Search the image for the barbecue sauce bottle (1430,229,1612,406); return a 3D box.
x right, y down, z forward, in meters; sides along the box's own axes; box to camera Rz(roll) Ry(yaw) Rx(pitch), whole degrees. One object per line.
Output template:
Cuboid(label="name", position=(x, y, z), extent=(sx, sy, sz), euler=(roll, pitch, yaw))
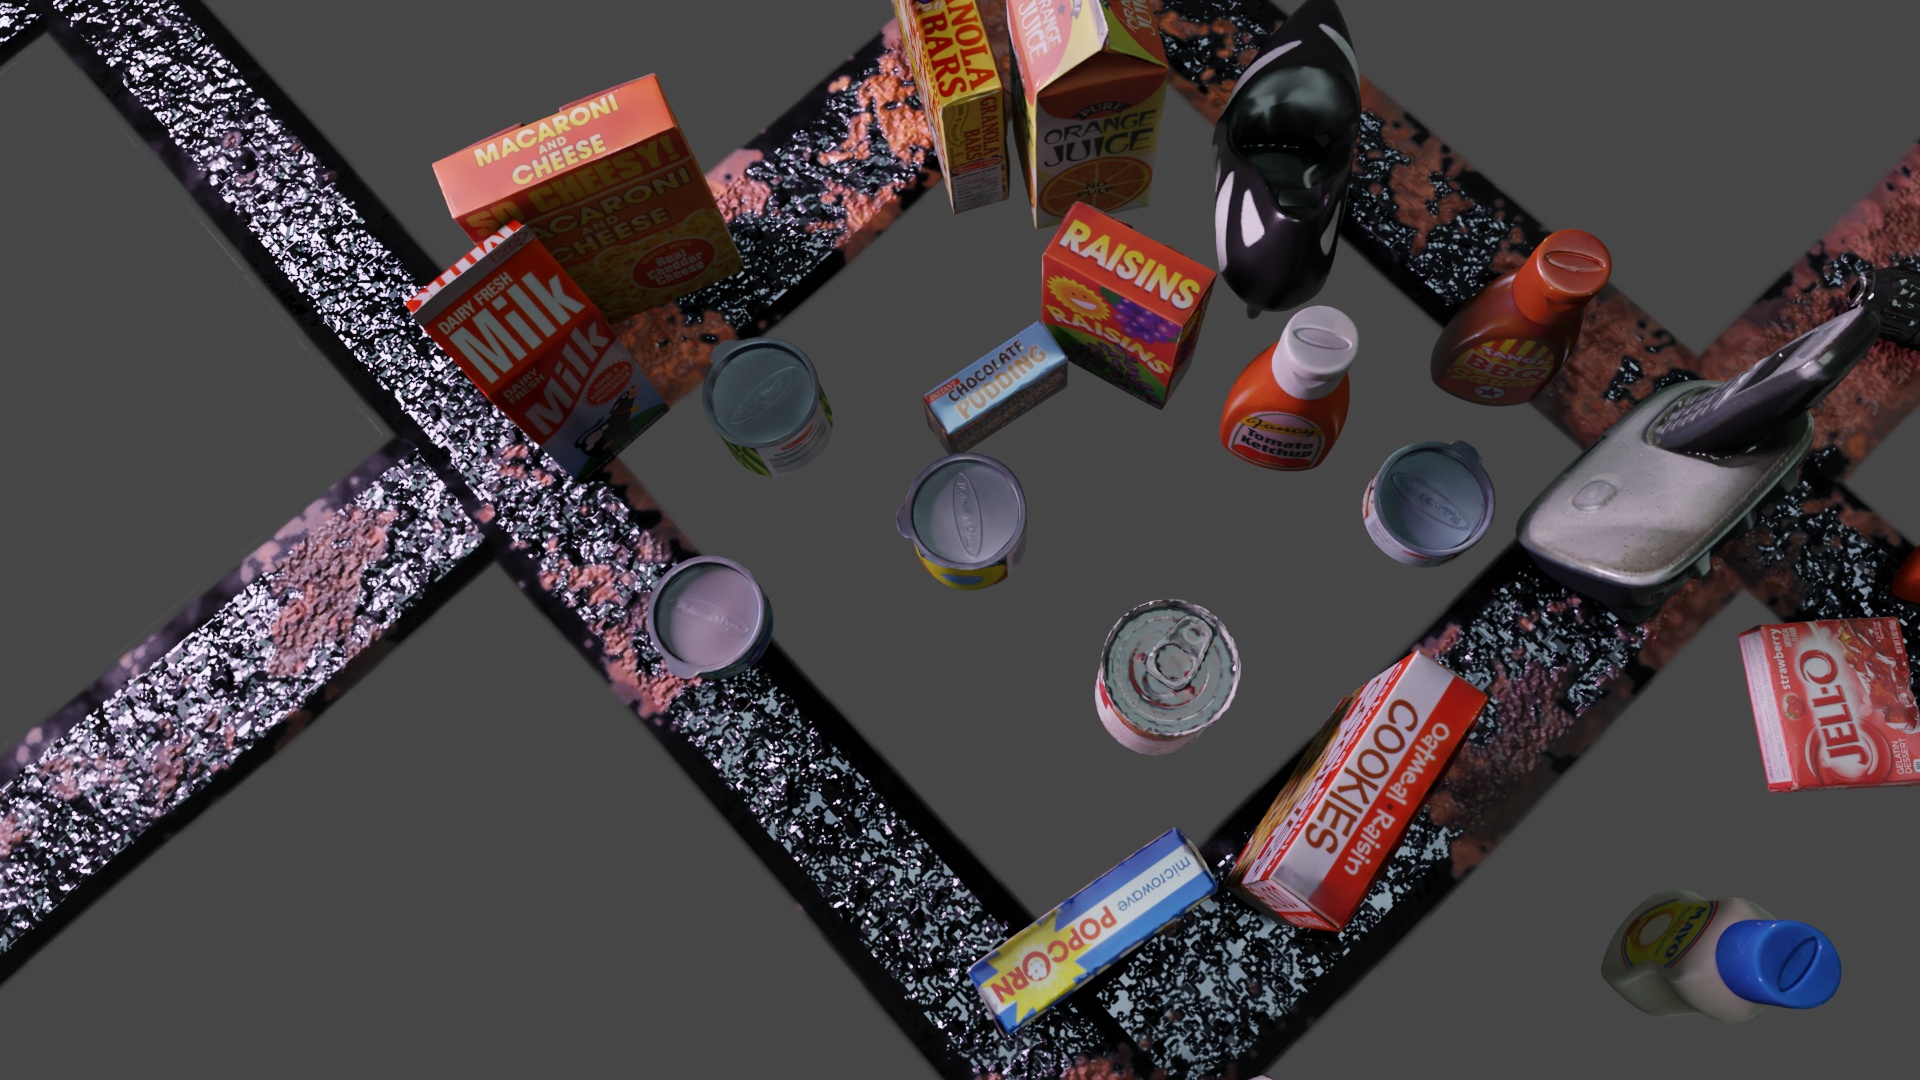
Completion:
Cuboid(label="barbecue sauce bottle", position=(0.301, -0.117, 0.742), extent=(0.065, 0.148, 0.044), euler=(13, 77, 6))

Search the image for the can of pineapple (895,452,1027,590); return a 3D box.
Cuboid(label="can of pineapple", position=(0.003, -0.010, 0.777), extent=(0.071, 0.057, 0.071), euler=(-1, 75, 3))

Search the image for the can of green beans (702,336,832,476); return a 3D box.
Cuboid(label="can of green beans", position=(-0.110, -0.076, 0.801), extent=(0.071, 0.057, 0.071), euler=(-1, 75, 3))

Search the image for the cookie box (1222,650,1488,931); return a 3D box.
Cuboid(label="cookie box", position=(0.186, 0.126, 0.673), extent=(0.040, 0.167, 0.123), euler=(34, 80, 11))

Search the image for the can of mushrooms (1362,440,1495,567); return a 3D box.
Cuboid(label="can of mushrooms", position=(0.263, -0.021, 0.778), extent=(0.071, 0.033, 0.071), euler=(-1, 75, 3))

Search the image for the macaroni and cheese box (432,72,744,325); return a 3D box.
Cuboid(label="macaroni and cheese box", position=(-0.201, -0.180, 0.778), extent=(0.124, 0.166, 0.040), euler=(-24, 75, -3))

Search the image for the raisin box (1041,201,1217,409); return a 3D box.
Cuboid(label="raisin box", position=(0.090, -0.127, 0.770), extent=(0.086, 0.123, 0.040), euler=(31, 79, 10))

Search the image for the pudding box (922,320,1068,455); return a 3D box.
Cuboid(label="pudding box", position=(0.021, -0.087, 0.801), extent=(0.084, 0.049, 0.030), euler=(-33, 76, -6))

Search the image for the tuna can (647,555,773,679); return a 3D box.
Cuboid(label="tuna can", position=(-0.141, 0.046, 0.782), extent=(0.071, 0.032, 0.071), euler=(-1, 75, 3))

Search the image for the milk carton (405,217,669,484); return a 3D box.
Cuboid(label="milk carton", position=(-0.228, -0.104, 0.746), extent=(0.072, 0.190, 0.073), euler=(-43, 77, -8))

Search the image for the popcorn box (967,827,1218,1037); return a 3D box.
Cuboid(label="popcorn box", position=(0.066, 0.197, 0.703), extent=(0.127, 0.085, 0.038), euler=(-33, 76, -6))

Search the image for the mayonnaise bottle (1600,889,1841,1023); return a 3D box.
Cuboid(label="mayonnaise bottle", position=(0.357, 0.196, 0.655), extent=(0.041, 0.147, 0.065), euler=(39, 81, 12))

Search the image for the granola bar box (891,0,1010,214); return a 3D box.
Cuboid(label="granola bar box", position=(-0.010, -0.297, 0.821), extent=(0.039, 0.124, 0.166), euler=(-15, 75, -1))

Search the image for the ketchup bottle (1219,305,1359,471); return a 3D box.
Cuboid(label="ketchup bottle", position=(0.178, -0.079, 0.739), extent=(0.065, 0.148, 0.043), euler=(14, 77, 7))

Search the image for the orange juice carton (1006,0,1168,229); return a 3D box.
Cuboid(label="orange juice carton", position=(0.069, -0.254, 0.770), extent=(0.073, 0.192, 0.072), euler=(-12, 75, 0))
